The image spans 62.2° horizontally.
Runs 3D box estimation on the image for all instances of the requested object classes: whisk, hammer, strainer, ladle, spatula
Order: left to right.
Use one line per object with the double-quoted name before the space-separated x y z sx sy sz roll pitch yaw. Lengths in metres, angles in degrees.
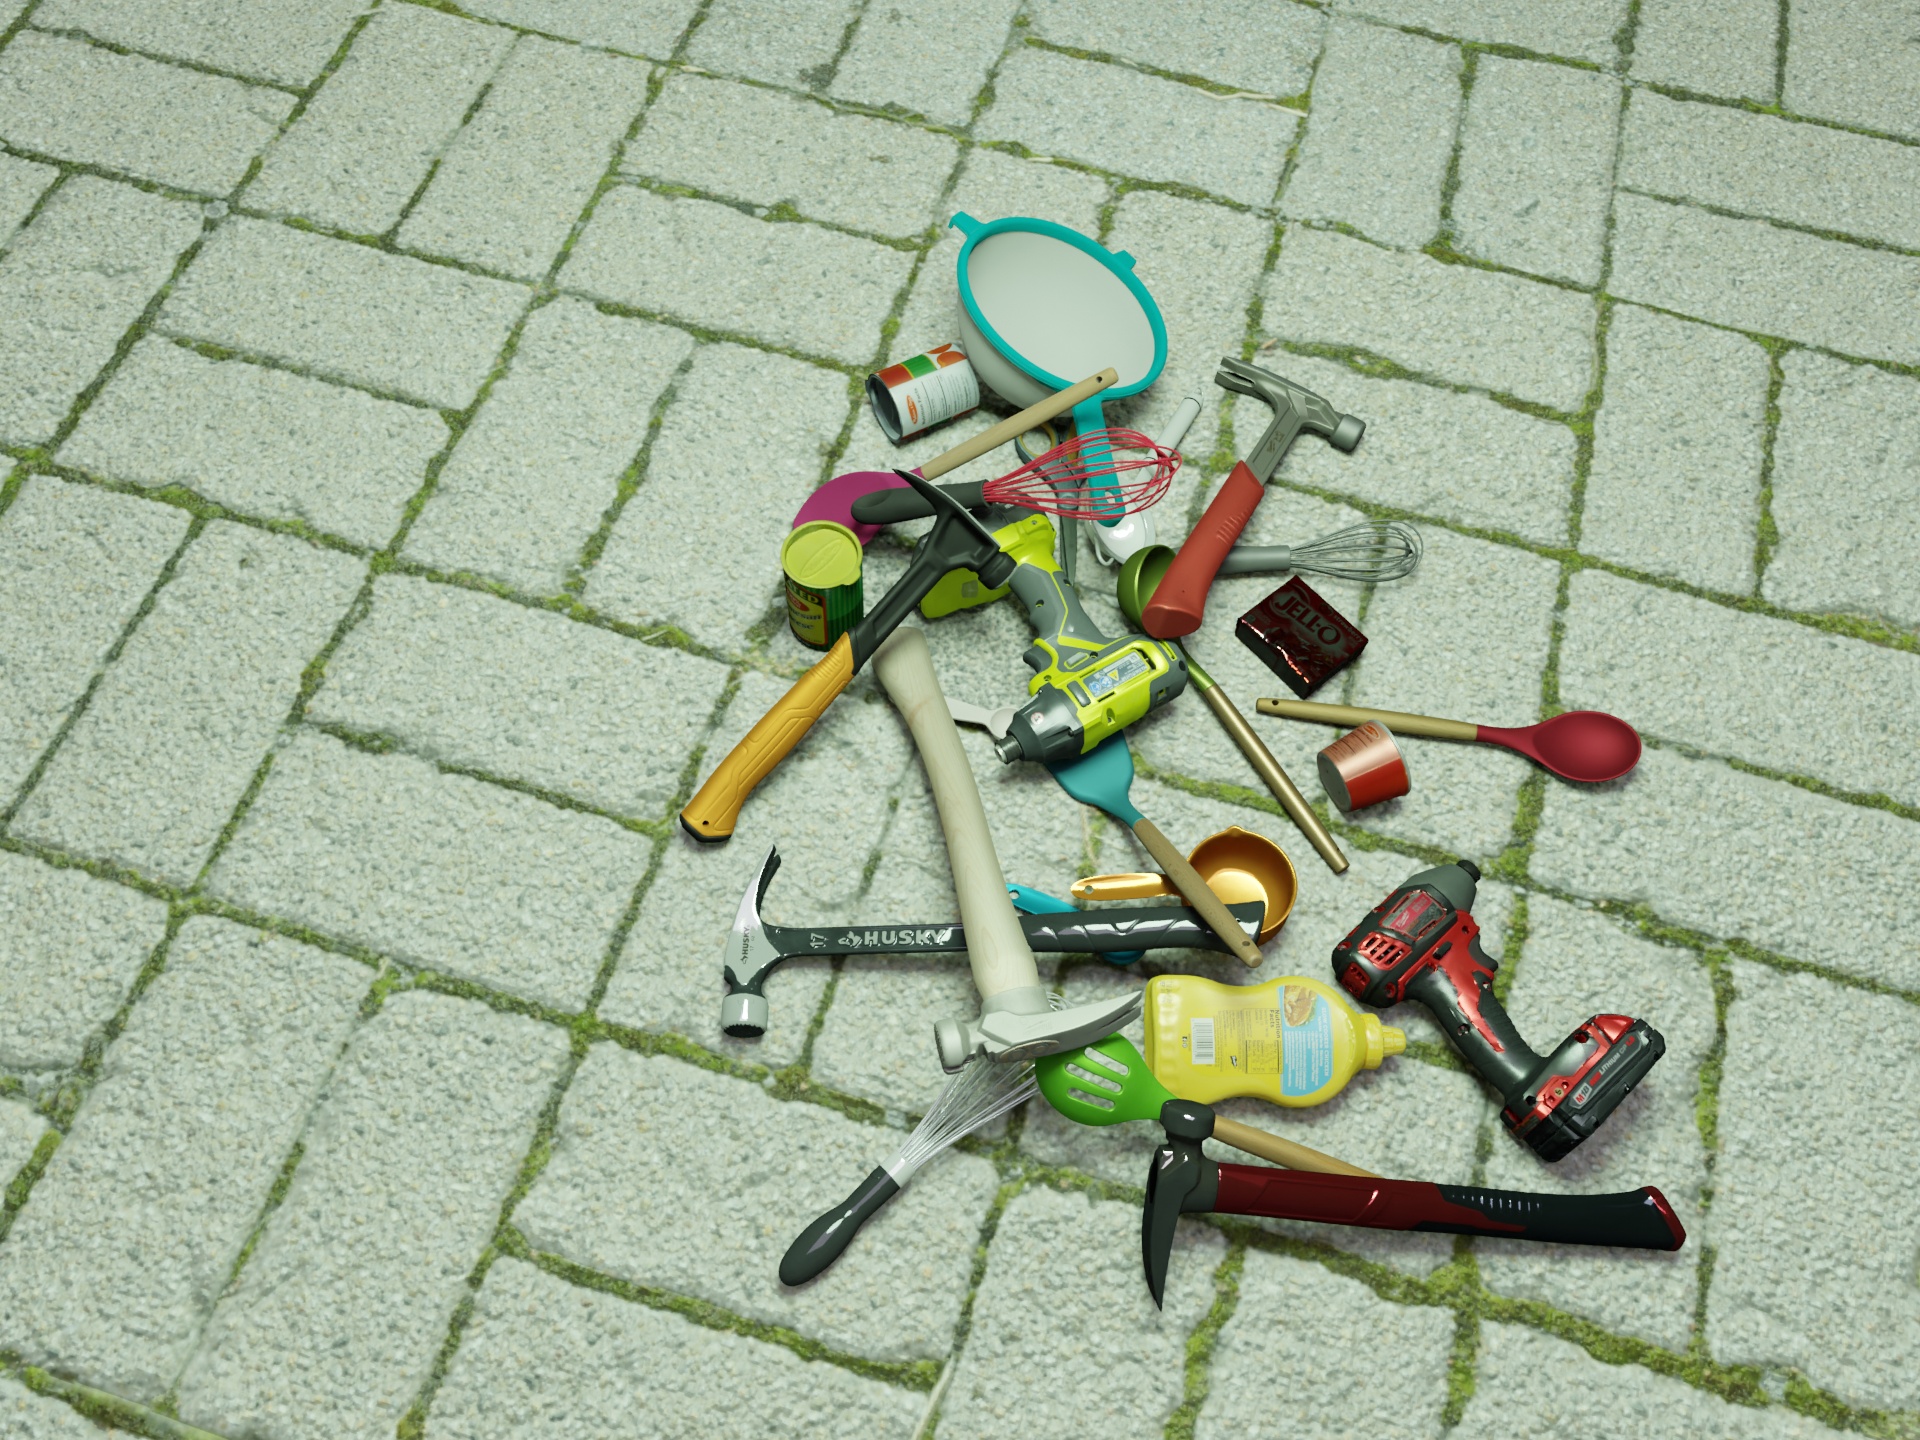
"hammer" -0.108 -0.042 1.261 0.127 0.034 0.337 42 88 -19
"whisk" -0.022 0.300 1.145 0.284 0.070 0.070 -41 71 -16
"hammer" 0.011 0.076 1.221 0.146 0.038 0.411 -12 49 -7
"hammer" 0.024 0.159 1.202 0.409 0.036 0.149 -3 60 5
"whisk" 0.040 -0.188 1.299 0.296 0.073 0.073 -4 58 26
"strainer" 0.086 -0.296 1.426 0.211 0.095 0.341 5 59 -26
"strainer" 0.168 -0.221 1.439 0.086 0.050 0.258 47 56 -20
"spatula" 0.147 0.087 1.220 0.082 0.044 0.318 -20 33 -12
"hammer" 0.232 -0.195 1.385 0.149 0.036 0.359 28 50 11
"ladle" 0.231 -0.013 1.322 0.078 0.062 0.320 -9 59 -49
"whisk" 0.287 -0.146 1.401 0.239 0.055 0.055 -3 62 1
"hammer" 0.321 0.358 1.122 0.386 0.038 0.143 7 94 -6
"ladle" 0.406 0.007 1.334 0.315 0.031 0.069 8 59 4

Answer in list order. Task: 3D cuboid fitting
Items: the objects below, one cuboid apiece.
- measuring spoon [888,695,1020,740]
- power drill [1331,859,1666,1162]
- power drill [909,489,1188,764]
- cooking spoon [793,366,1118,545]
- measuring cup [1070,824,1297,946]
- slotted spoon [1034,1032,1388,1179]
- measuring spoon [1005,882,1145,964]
"measuring spoon" -0.002 -0.004 1.332 0.124 0.018 0.034 14 54 13
"power drill" 0.405 0.209 1.201 0.143 0.078 0.220 -38 67 -21
"power drill" 0.058 -0.073 1.324 0.171 0.080 0.223 -28 64 -16
"cooking spoon" -0.008 -0.221 1.356 0.319 0.017 0.069 -25 77 20
"measuring cup" 0.173 0.137 1.243 0.173 0.052 0.095 -3 62 4
"slotted spoon" 0.201 0.295 1.137 0.313 0.031 0.070 22 87 -5
"measuring spoon" 0.086 0.159 1.248 0.129 0.021 0.042 21 54 19
